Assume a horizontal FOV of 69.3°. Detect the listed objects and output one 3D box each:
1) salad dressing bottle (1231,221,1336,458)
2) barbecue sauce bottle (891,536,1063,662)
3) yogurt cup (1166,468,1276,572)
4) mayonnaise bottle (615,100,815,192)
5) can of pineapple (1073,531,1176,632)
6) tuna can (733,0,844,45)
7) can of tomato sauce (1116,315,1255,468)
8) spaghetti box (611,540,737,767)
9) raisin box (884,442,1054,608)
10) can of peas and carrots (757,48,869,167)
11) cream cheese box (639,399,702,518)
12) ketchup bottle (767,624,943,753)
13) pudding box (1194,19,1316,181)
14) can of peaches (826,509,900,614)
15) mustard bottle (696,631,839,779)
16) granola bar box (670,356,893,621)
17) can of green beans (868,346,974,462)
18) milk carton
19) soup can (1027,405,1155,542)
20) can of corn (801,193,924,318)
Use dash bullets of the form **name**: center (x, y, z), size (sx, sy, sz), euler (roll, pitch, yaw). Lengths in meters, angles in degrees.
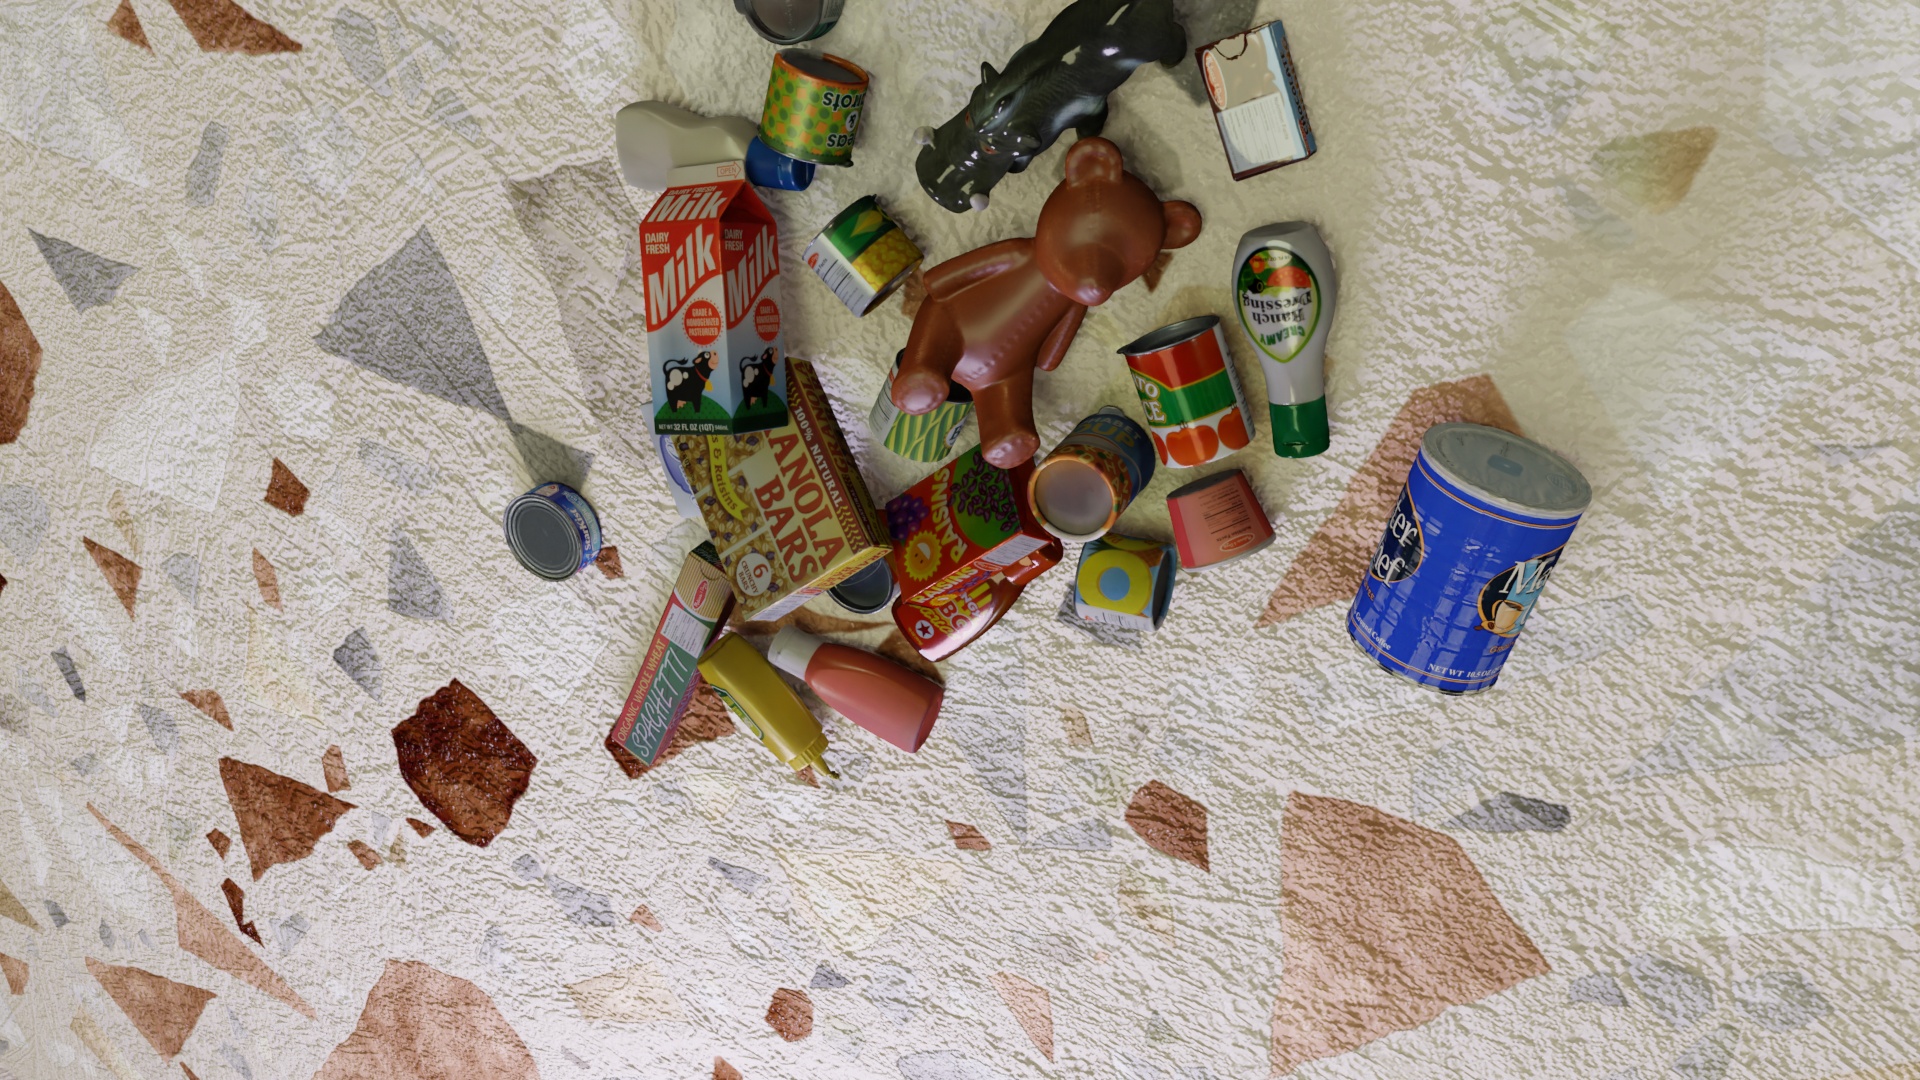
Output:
- **salad dressing bottle**: center (0.211, -0.127, 0.889), size (0.064, 0.044, 0.147), euler (-1, 113, 28)
- **barbecue sauce bottle**: center (0.015, 0.036, 1.066), size (0.148, 0.044, 0.065), euler (-36, 93, 34)
- **yogurt cup**: center (0.175, -0.015, 0.951), size (0.072, 0.073, 0.054), euler (-18, 97, 32)
- **mayonnaise bottle**: center (-0.179, -0.281, 1.011), size (0.148, 0.041, 0.064), euler (13, 126, 19)
- **can of pineapple**: center (0.119, 0.027, 0.997), size (0.058, 0.071, 0.070), euler (11, 118, 21)
- **tuna can**: center (-0.116, -0.371, 0.939), size (0.071, 0.033, 0.070), euler (11, 118, 22)
- **can of tomato sauce**: center (0.150, -0.098, 0.919), size (0.071, 0.071, 0.083), euler (-12, 109, 31)
- **spaghetti box**: center (-0.254, 0.106, 1.244), size (0.050, 0.029, 0.248), euler (35, 124, 7)
- **raisin box**: center (0.004, -0.013, 1.025), size (0.123, 0.040, 0.086), euler (-31, 59, 34)
- **can of peas and carrots**: center (-0.098, -0.295, 0.947), size (0.071, 0.071, 0.058), euler (26, 122, 13)
- **cream cheese box**: center (-0.222, -0.071, 1.145), size (0.053, 0.024, 0.103), euler (-7, 110, 30)
- **ketchup bottle**: center (-0.090, 0.118, 1.159), size (0.149, 0.044, 0.064), euler (26, 122, 13)
- **pudding box**: center (0.180, -0.267, 0.844), size (0.049, 0.030, 0.083), euler (-12, 108, 32)
- **can of peaches**: center (-0.070, 0.014, 1.090), size (0.071, 0.058, 0.071), euler (12, 119, 22)
- **mustard bottle**: center (-0.160, 0.151, 1.199), size (0.160, 0.049, 0.065), euler (50, 161, -7)
- **granola bar box**: center (-0.139, -0.038, 1.058), size (0.124, 0.039, 0.166), euler (-31, 75, 22)
- **can of green beans**: center (-0.027, -0.099, 1.008), size (0.071, 0.071, 0.057), euler (34, 125, 8)
- **milk carton**: center (-0.178, -0.173, 1.001), size (0.072, 0.074, 0.190), euler (2, 100, 27)
- **soup can**: center (0.091, -0.047, 0.963), size (0.071, 0.084, 0.071), euler (11, 118, 22)
- **can of corn**: center (-0.066, -0.201, 0.980), size (0.058, 0.071, 0.071), euler (48, 125, -3)
